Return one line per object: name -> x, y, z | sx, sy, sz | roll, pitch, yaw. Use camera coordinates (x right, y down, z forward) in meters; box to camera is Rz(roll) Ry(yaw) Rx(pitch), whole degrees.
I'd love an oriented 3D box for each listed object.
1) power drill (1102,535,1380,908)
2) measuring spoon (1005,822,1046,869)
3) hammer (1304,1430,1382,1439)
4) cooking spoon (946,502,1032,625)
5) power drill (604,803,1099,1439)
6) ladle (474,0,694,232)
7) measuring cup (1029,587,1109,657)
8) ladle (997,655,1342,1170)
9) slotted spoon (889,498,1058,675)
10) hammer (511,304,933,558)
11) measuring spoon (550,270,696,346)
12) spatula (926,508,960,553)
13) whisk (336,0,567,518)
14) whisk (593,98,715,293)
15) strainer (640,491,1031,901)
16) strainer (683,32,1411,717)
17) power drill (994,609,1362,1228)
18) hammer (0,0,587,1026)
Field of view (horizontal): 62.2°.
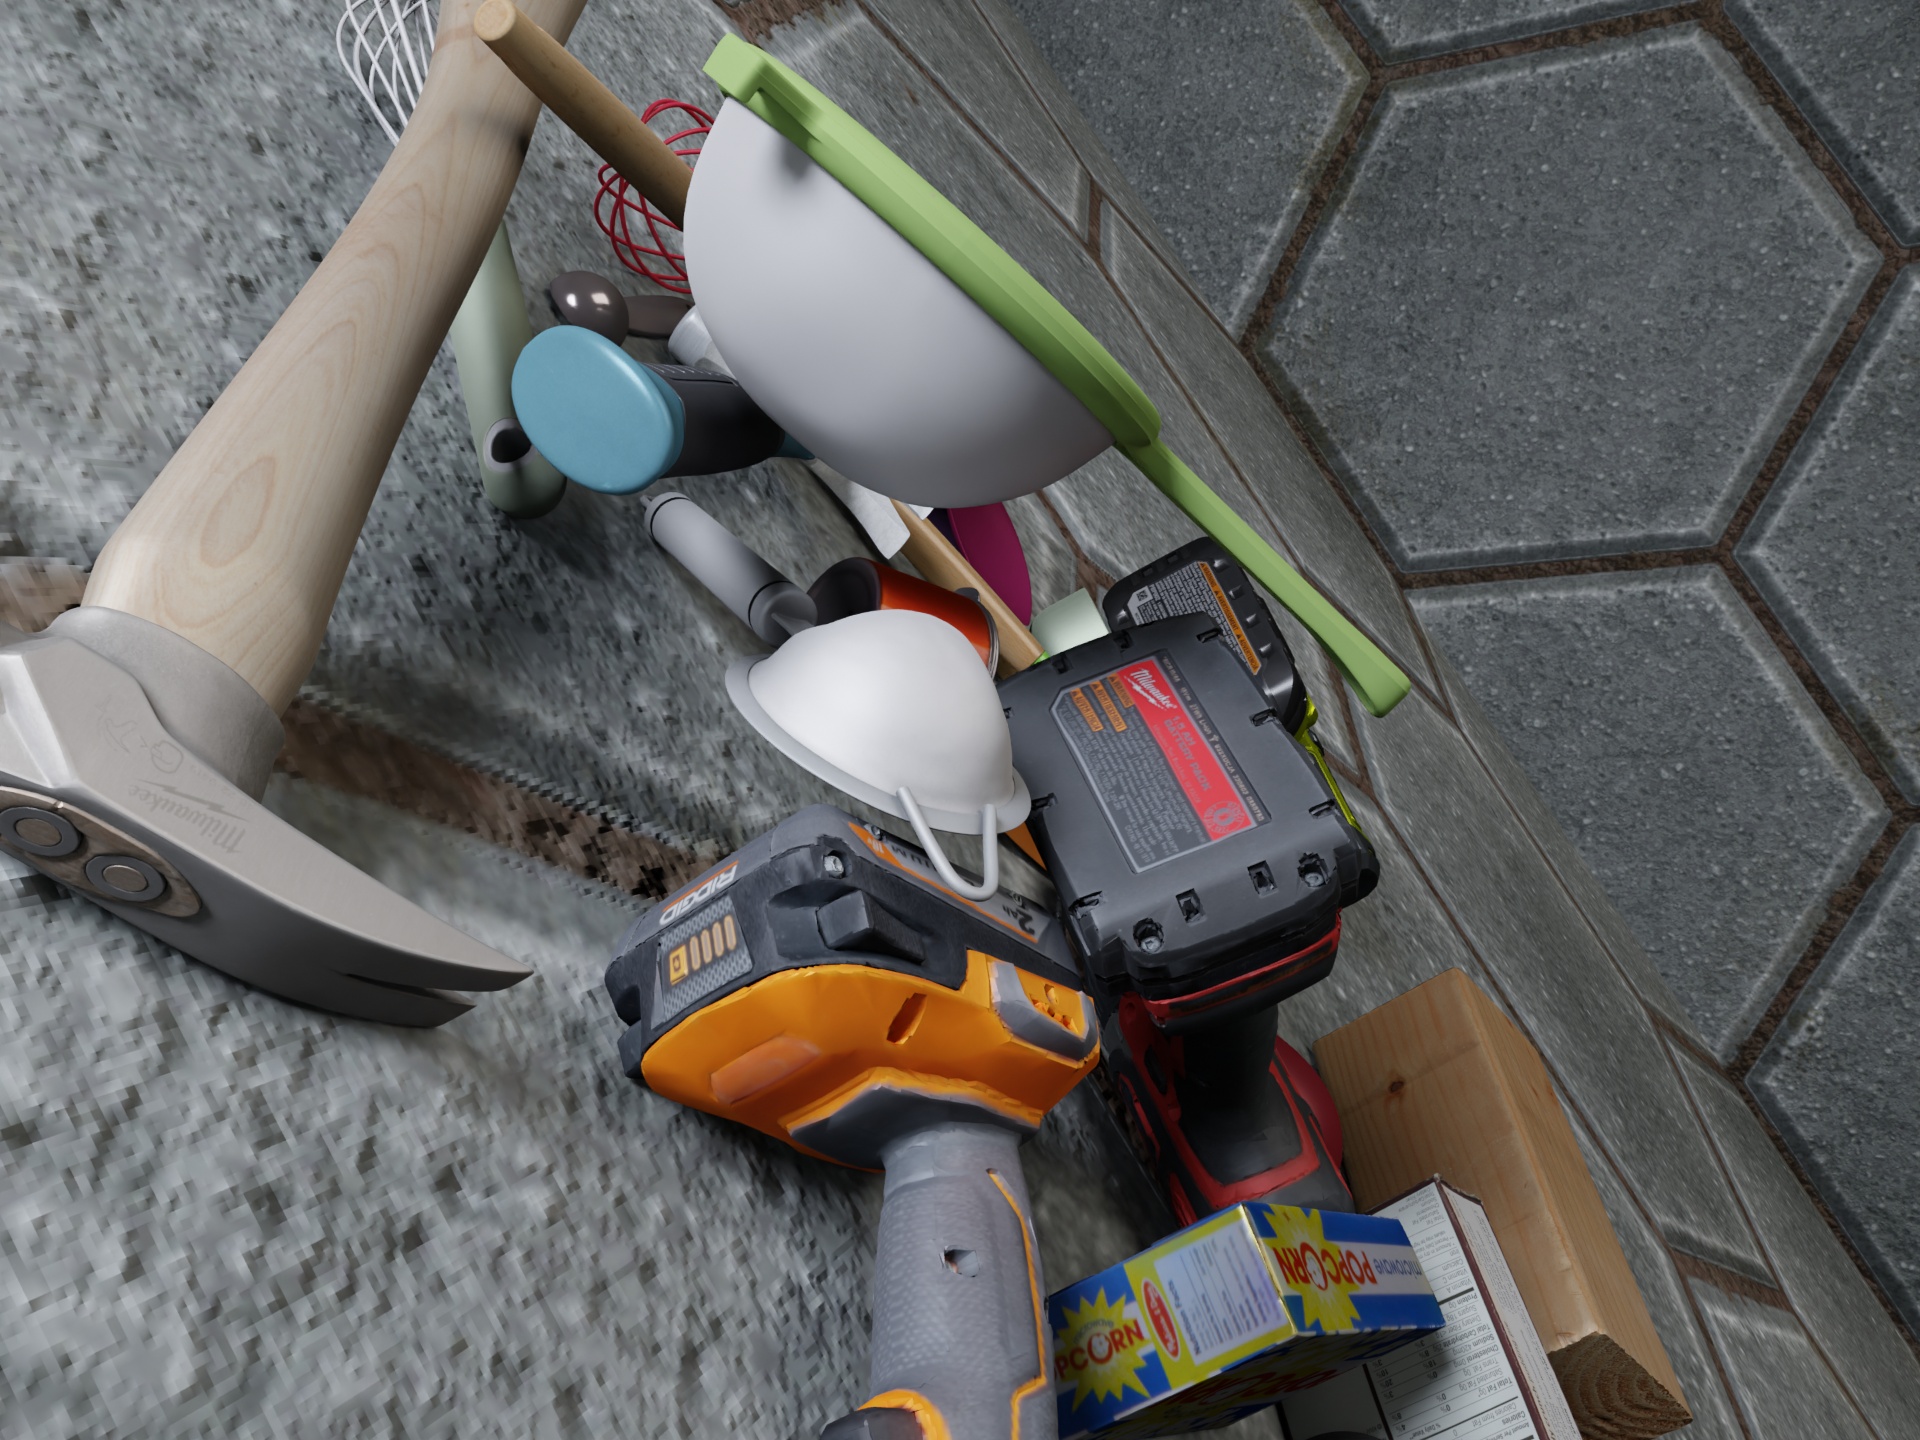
power drill -> 0.163, -0.001, 0.912 | 0.223, 0.080, 0.171 | 47, 19, -53
measuring spoon -> 0.040, 0.055, 0.673 | 0.116, 0.021, 0.011 | 36, -2, -41
hammer -> 0.076, 0.260, 0.333 | 0.036, 0.149, 0.409 | 58, 12, 5
cooking spoon -> -0.014, -0.173, 0.846 | 0.068, 0.017, 0.319 | 33, 32, -46
power drill -> -0.016, 0.136, 0.347 | 0.164, 0.084, 0.227 | 30, 36, -45
ladle -> -0.075, -0.183, 0.583 | 0.078, 0.062, 0.320 | 37, 5, 17
measuring cup -> 0.079, 0.013, 0.805 | 0.083, 0.038, 0.167 | -107, 173, -63
ladle -> 0.088, 0.076, 0.734 | 0.315, 0.031, 0.069 | 58, 22, 12
slotted spoon -> 0.016, -0.046, 0.720 | 0.313, 0.031, 0.070 | 46, 40, -3
hammer -> -0.073, -0.096, 0.510 | 0.128, 0.033, 0.331 | 40, 10, -4
measuring spoon -> -0.126, -0.168, 0.645 | 0.034, 0.018, 0.124 | 54, 20, -2
spatula -> -0.020, -0.170, 0.877 | 0.059, 0.018, 0.316 | 40, 27, -35
whisk -> -0.165, -0.168, 0.527 | 0.059, 0.058, 0.247 | 76, -4, -65
whisk -> -0.089, -0.217, 0.752 | 0.073, 0.073, 0.295 | 59, 14, 9
strainer -> -0.049, -0.030, 0.463 | 0.086, 0.050, 0.259 | 14, 15, -35
strainer -> 0.016, -0.070, 0.439 | 0.256, 0.069, 0.151 | 41, 8, -12
power drill -> 0.069, 0.069, 0.545 | 0.226, 0.080, 0.188 | 73, -6, -47
hammer -> -0.143, -0.116, 0.429 | 0.146, 0.038, 0.411 | 42, 33, -34
